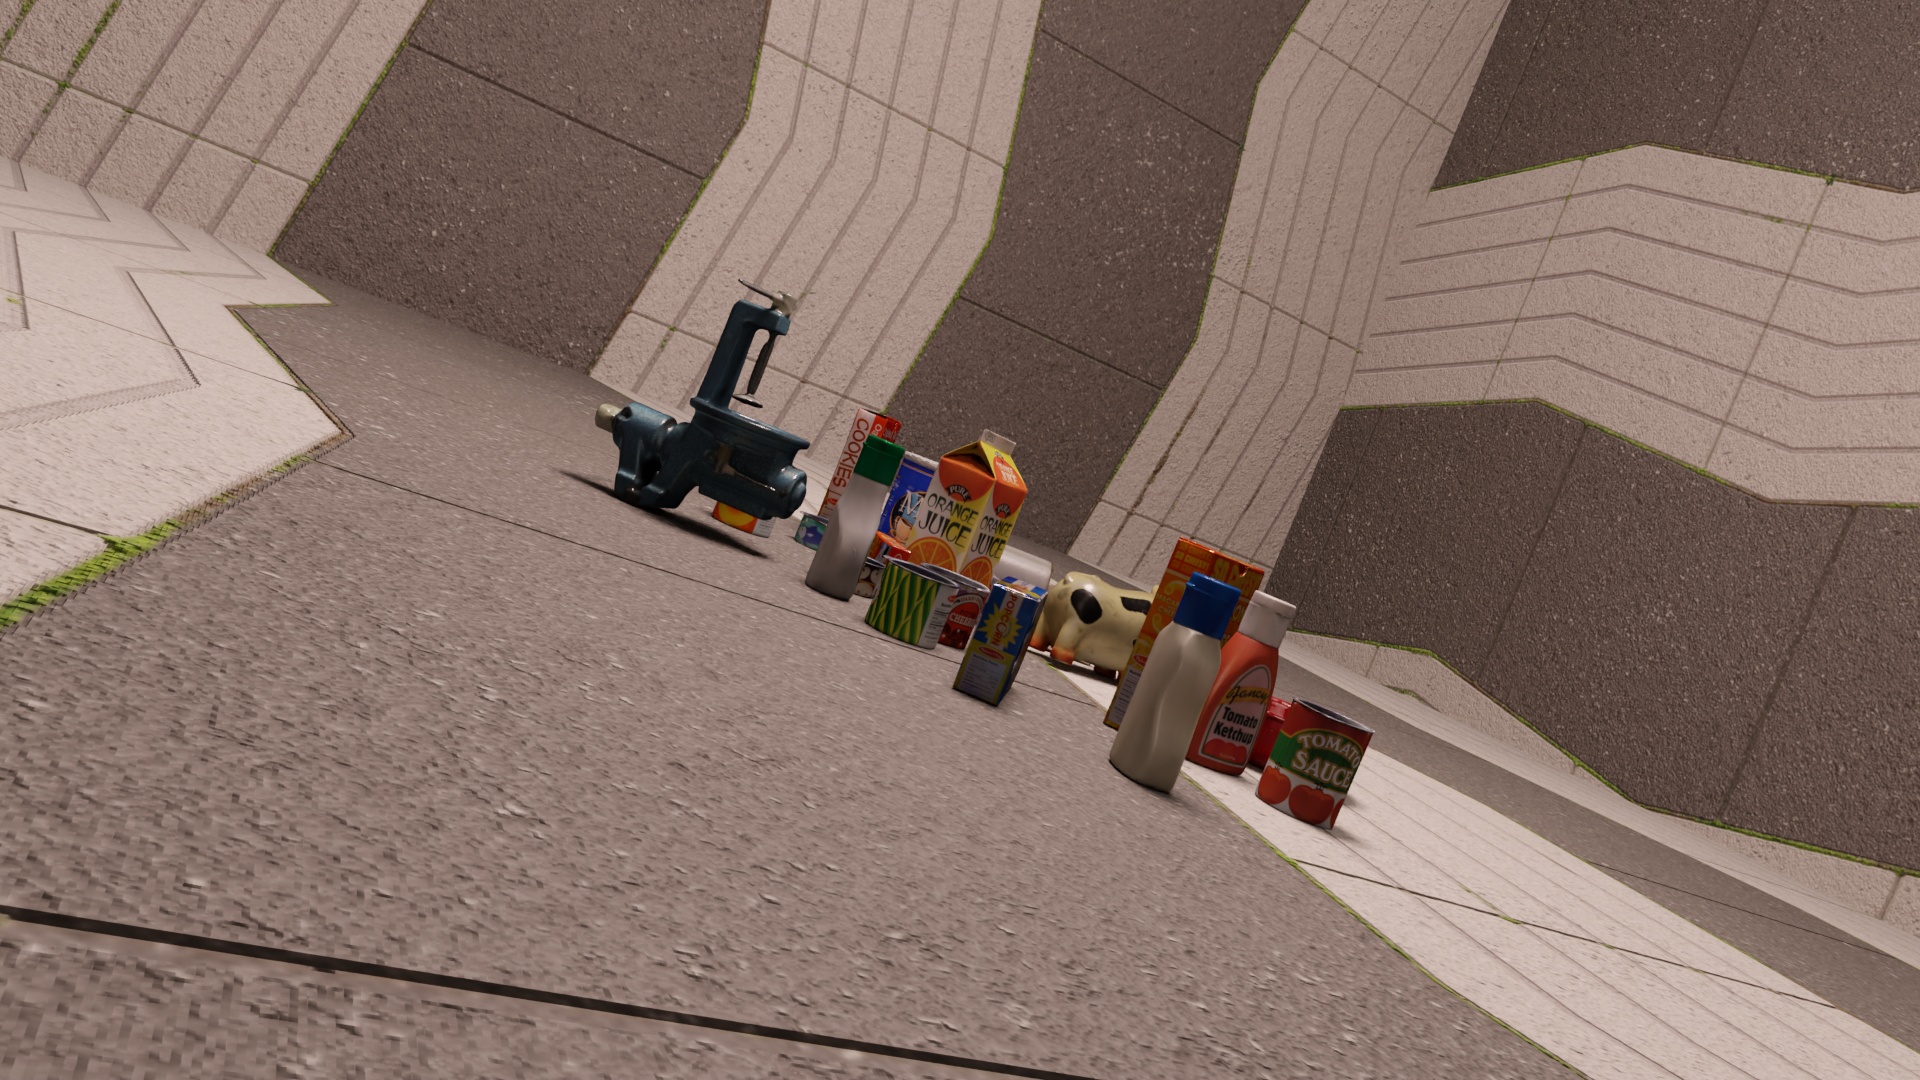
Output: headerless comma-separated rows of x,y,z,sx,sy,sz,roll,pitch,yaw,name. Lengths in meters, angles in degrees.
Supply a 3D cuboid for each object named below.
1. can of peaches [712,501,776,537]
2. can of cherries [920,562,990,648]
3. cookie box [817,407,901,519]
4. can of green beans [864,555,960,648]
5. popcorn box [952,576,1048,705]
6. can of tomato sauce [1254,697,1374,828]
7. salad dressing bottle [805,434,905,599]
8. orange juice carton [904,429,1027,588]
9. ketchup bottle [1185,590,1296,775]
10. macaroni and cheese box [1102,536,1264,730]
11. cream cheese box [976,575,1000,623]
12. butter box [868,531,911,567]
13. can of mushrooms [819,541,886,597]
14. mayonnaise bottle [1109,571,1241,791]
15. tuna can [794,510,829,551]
-0.225,-0.042,1.476,0.071,0.058,0.071,22,3,-1,can of peaches
-0.014,0.059,1.244,0.071,0.058,0.071,22,3,-1,can of cherries
-0.125,-0.075,1.683,0.040,0.167,0.123,22,3,4,cookie box
-0.041,0.053,1.177,0.071,0.057,0.071,22,3,-1,can of green beans
0.033,0.075,1.079,0.038,0.085,0.127,22,4,6,popcorn box
0.276,0.173,1.082,0.071,0.083,0.071,22,3,-1,can of tomato sauce
-0.093,-0.022,1.255,0.044,0.147,0.064,21,3,-19,salad dressing bottle
0.005,-0.018,1.415,0.073,0.192,0.072,24,4,31,orange juice carton
0.230,0.116,1.142,0.065,0.148,0.043,21,3,-25,ketchup bottle
0.193,0.089,1.177,0.040,0.166,0.124,24,4,32,macaroni and cheese box
0.014,0.055,1.497,0.024,0.053,0.104,21,4,-12,cream cheese box
-0.079,0.024,1.412,0.024,0.053,0.103,21,4,-15,butter box
-0.108,0.028,1.337,0.071,0.033,0.071,22,4,-1,can of mushrooms
0.151,0.096,0.968,0.041,0.148,0.065,21,3,-16,mayonnaise bottle
-0.154,-0.006,1.563,0.071,0.033,0.071,22,4,-1,tuna can
